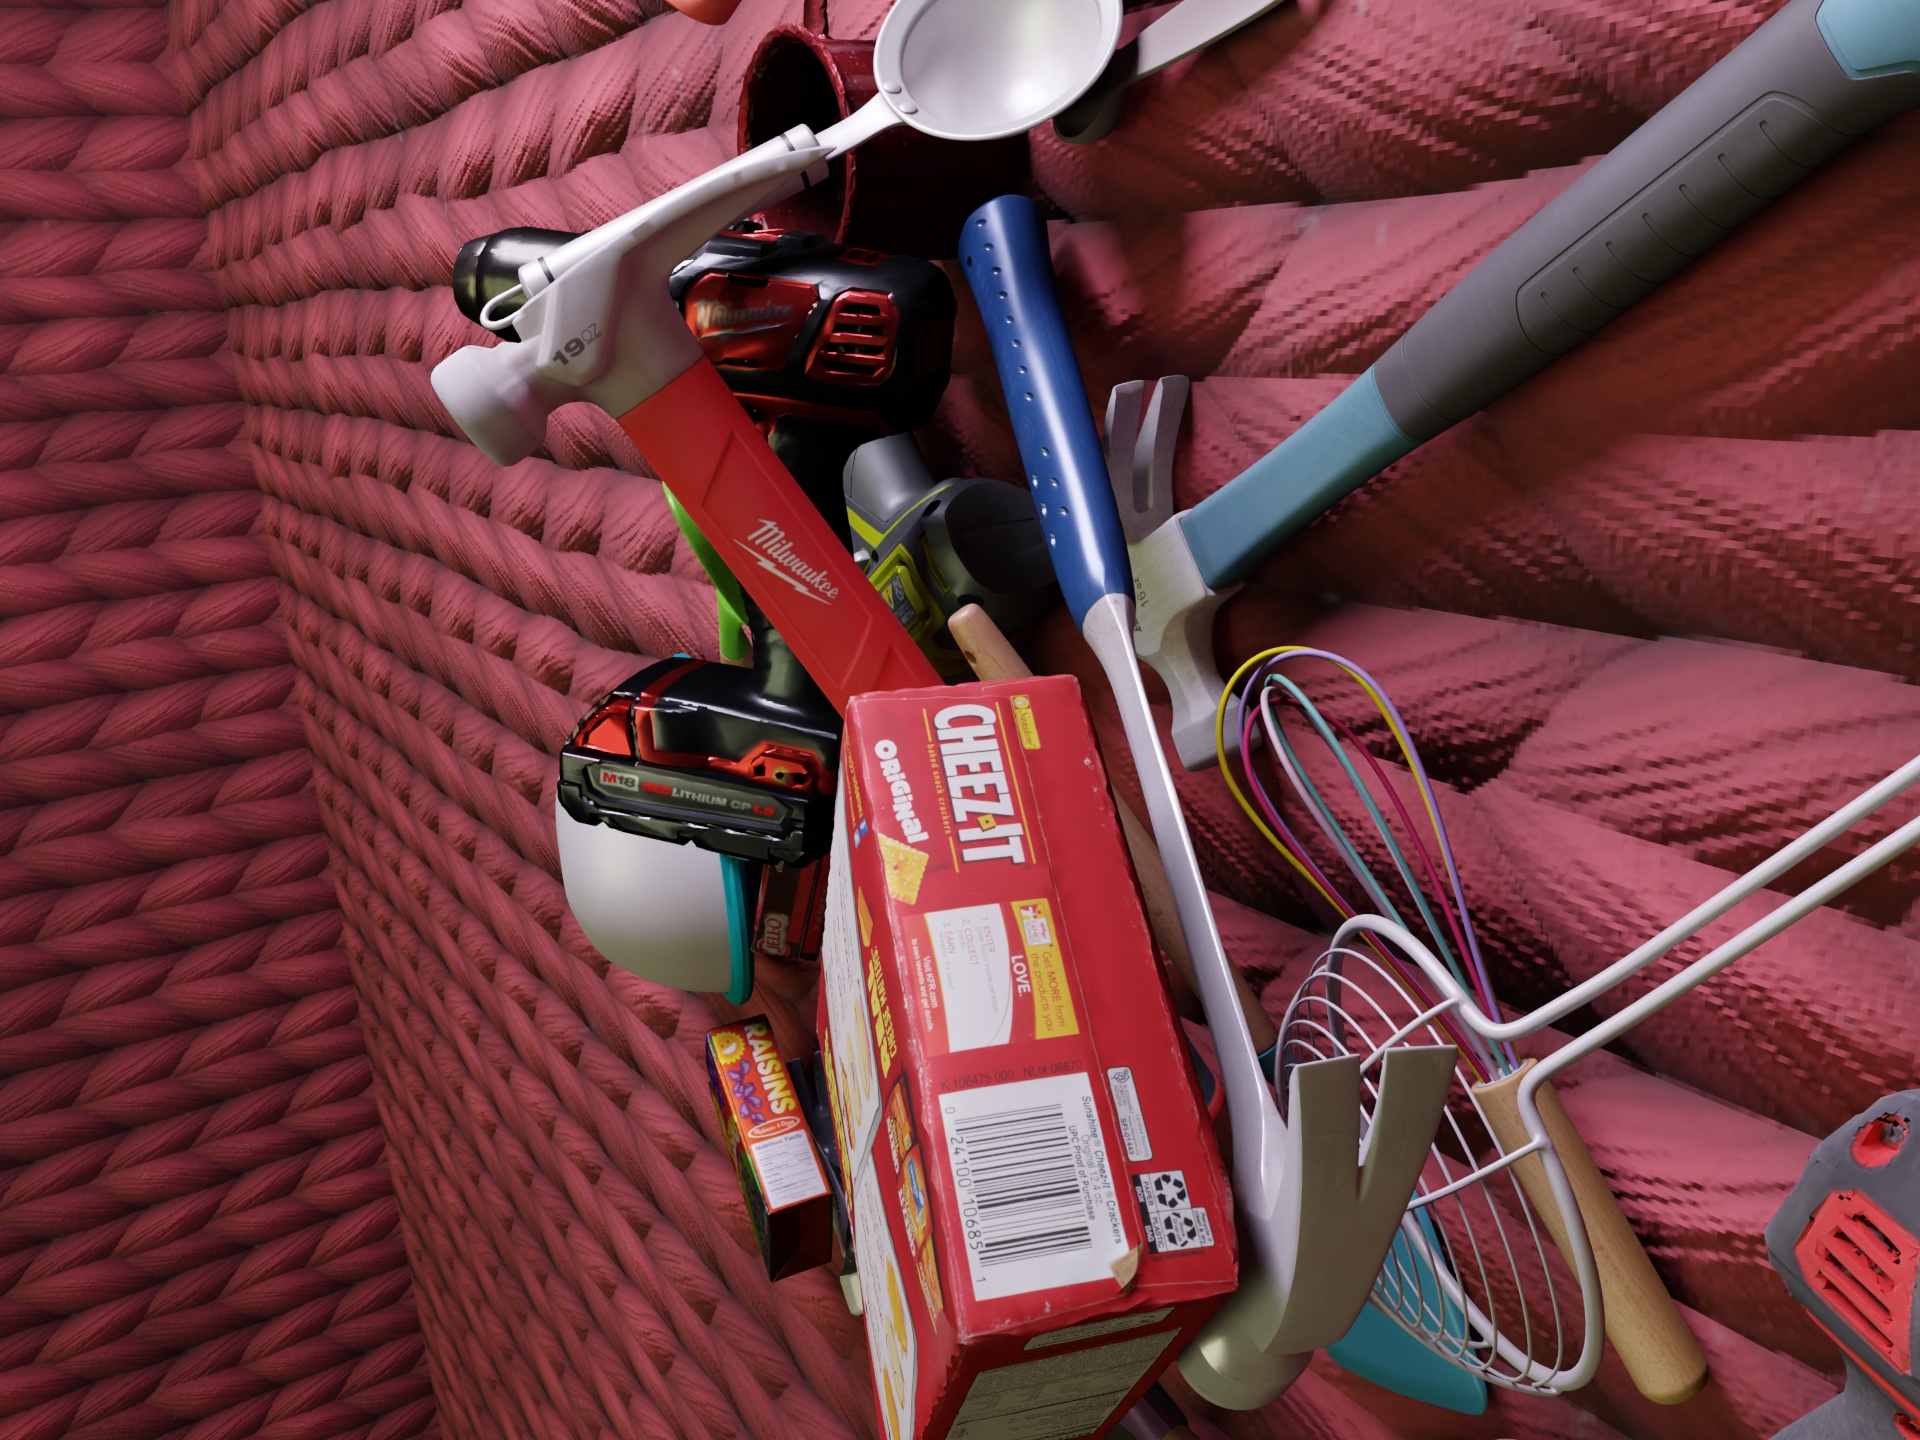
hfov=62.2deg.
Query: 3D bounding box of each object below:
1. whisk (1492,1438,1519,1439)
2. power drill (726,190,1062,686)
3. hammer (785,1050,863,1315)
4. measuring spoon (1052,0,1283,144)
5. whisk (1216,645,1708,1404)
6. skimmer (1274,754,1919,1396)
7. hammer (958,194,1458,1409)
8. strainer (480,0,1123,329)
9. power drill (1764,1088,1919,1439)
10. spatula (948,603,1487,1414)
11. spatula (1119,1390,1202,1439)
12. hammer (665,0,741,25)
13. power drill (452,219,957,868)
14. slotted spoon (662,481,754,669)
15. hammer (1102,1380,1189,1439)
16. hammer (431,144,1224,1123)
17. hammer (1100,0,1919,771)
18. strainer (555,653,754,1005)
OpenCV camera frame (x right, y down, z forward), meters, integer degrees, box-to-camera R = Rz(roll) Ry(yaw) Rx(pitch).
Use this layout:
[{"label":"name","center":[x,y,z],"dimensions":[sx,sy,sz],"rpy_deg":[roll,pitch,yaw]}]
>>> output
[{"label":"whisk","center":[0.139,0.290,0.586],"dimensions":[0.246,0.059,0.058],"rpy_deg":[135,154,-60]},{"label":"power drill","center":[-0.055,-0.108,0.712],"dimensions":[0.190,0.080,0.229],"rpy_deg":[-40,70,56]},{"label":"hammer","center":[-0.029,0.207,0.762],"dimensions":[0.408,0.036,0.149],"rpy_deg":[122,130,-66]},{"label":"measuring spoon","center":[0.075,-0.219,0.514],"dimensions":[0.124,0.018,0.034],"rpy_deg":[-9,74,53]},{"label":"whisk","center":[0.147,0.088,0.476],"dimensions":[0.245,0.047,0.051],"rpy_deg":[62,162,8]},{"label":"skimmer","center":[0.198,0.032,0.346],"dimensions":[0.363,0.090,0.127],"rpy_deg":[-48,51,33]},{"label":"hammer","center":[0.049,-0.025,0.474],"dimensions":[0.144,0.035,0.406],"rpy_deg":[99,164,-52]},{"label":"strainer","center":[-0.045,-0.193,0.535],"dimensions":[0.087,0.258,0.050],"rpy_deg":[60,177,27]},{"label":"power drill","center":[0.233,0.209,0.372],"dimensions":[0.143,0.078,0.219],"rpy_deg":[43,133,43]},{"label":"spatula","center":[0.083,0.098,0.542],"dimensions":[0.317,0.044,0.082],"rpy_deg":[55,154,-10]},{"label":"spatula","center":[0.086,0.253,0.516],"dimensions":[0.316,0.018,0.059],"rpy_deg":[29,136,48]},{"label":"hammer","center":[0.005,-0.324,0.490],"dimensions":[0.359,0.036,0.149],"rpy_deg":[-10,94,47]},{"label":"power drill","center":[-0.104,-0.073,0.601],"dimensions":[0.188,0.080,0.226],"rpy_deg":[11,109,13]},{"label":"slotted spoon","center":[-0.110,-0.028,0.792],"dimensions":[0.070,0.031,0.313],"rpy_deg":[62,167,20]},{"label":"hammer","center":[0.139,0.316,0.516],"dimensions":[0.335,0.035,0.146],"rpy_deg":[33,138,53]},{"label":"hammer","center":[-0.001,-0.002,0.556],"dimensions":[0.386,0.143,0.038],"rpy_deg":[54,-179,-21]},{"label":"hammer","center":[0.135,-0.096,0.446],"dimensions":[0.331,0.033,0.128],"rpy_deg":[-39,70,57]},{"label":"strainer","center":[-0.173,0.065,0.873],"dimensions":[0.340,0.095,0.211],"rpy_deg":[158,102,-76]}]
